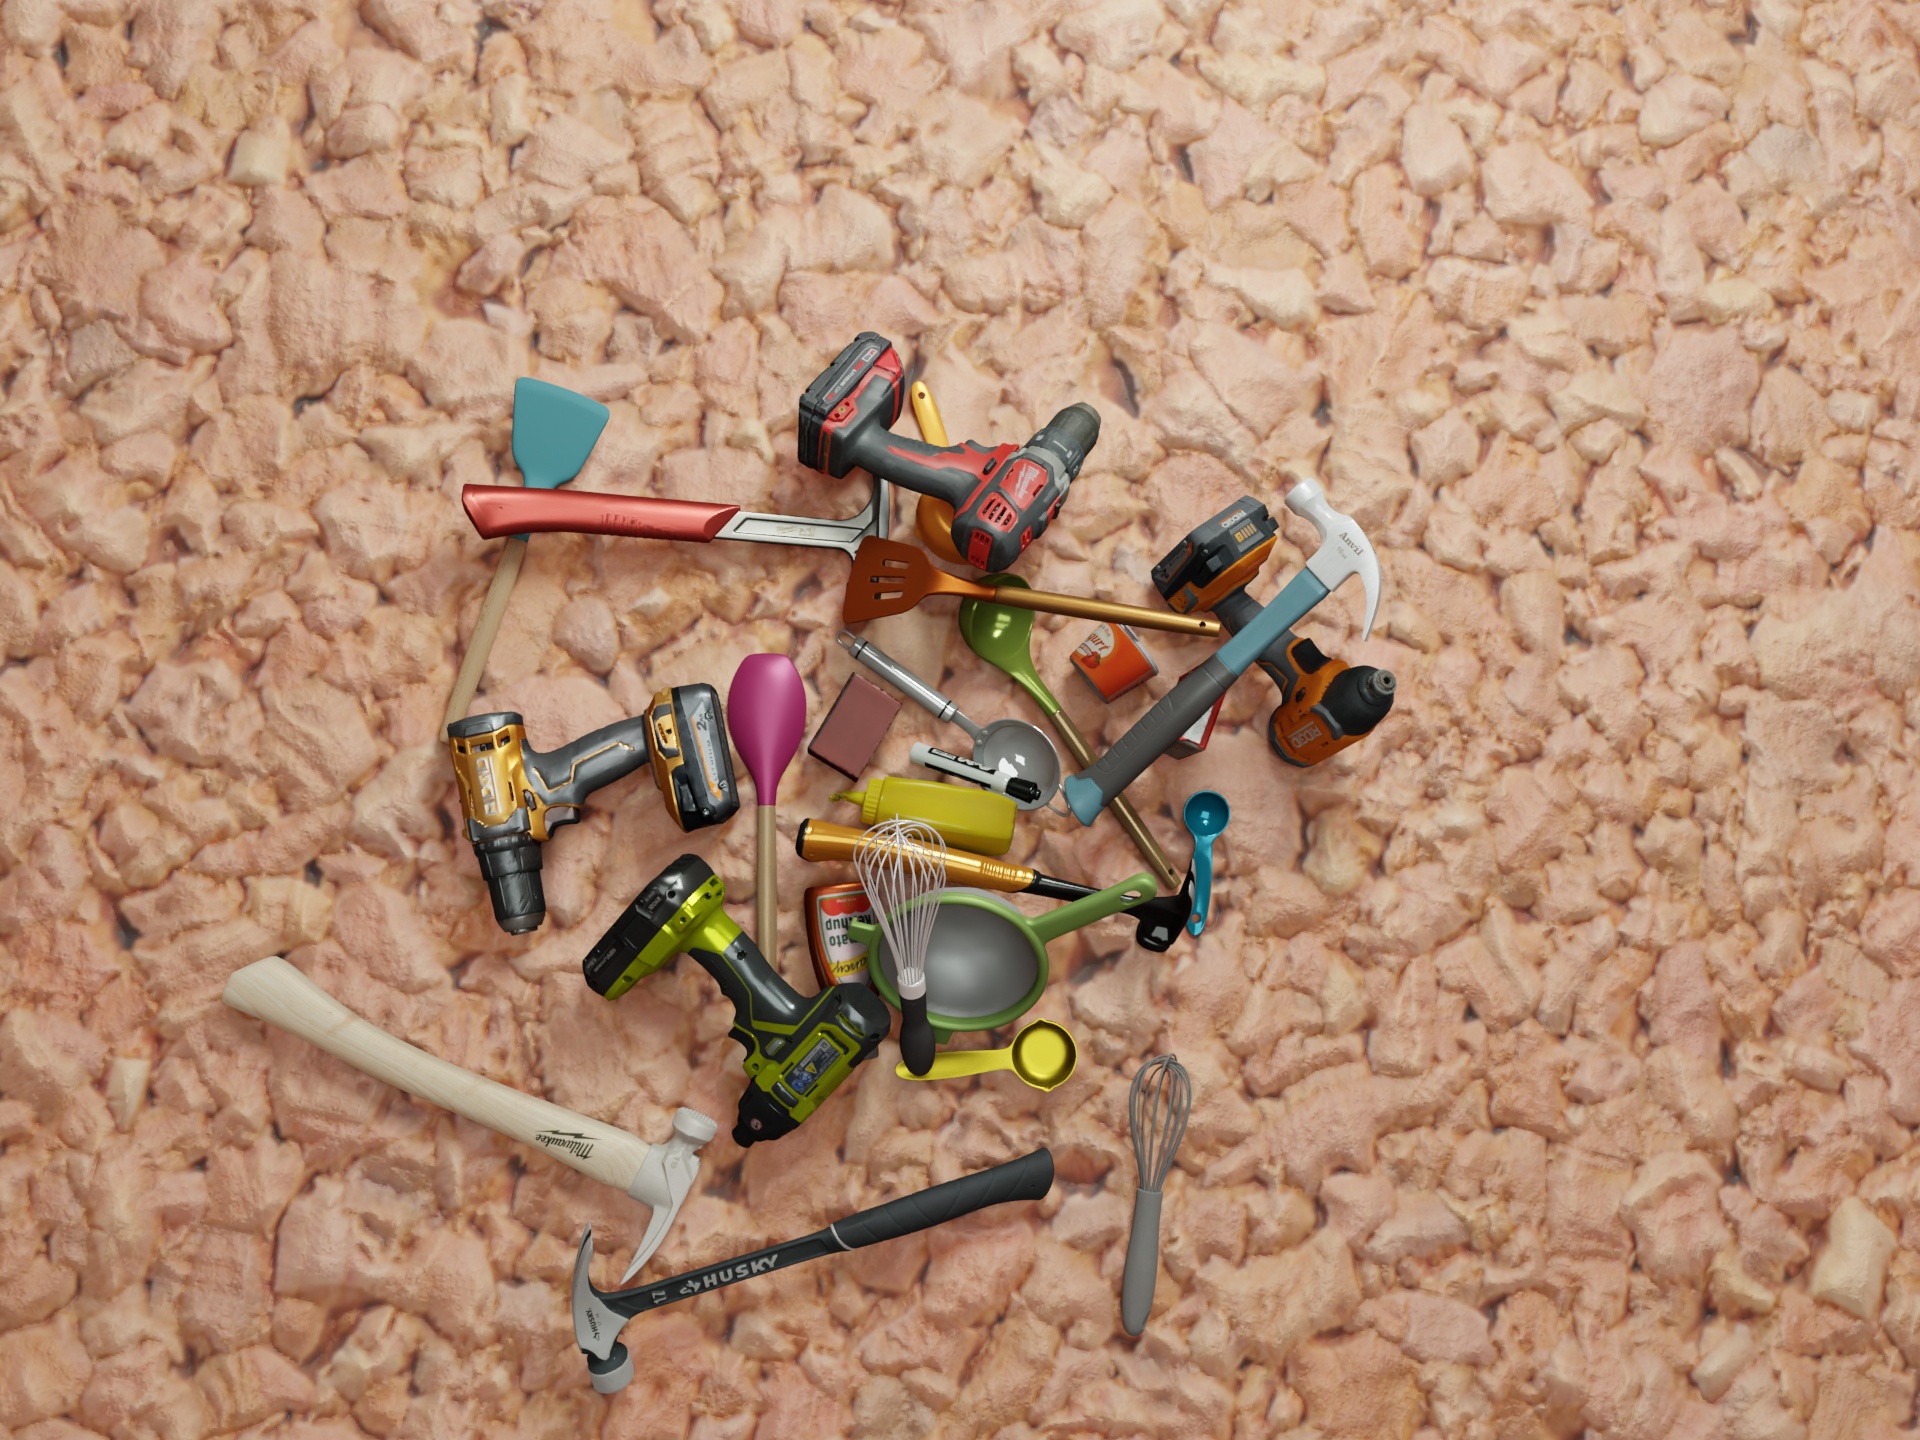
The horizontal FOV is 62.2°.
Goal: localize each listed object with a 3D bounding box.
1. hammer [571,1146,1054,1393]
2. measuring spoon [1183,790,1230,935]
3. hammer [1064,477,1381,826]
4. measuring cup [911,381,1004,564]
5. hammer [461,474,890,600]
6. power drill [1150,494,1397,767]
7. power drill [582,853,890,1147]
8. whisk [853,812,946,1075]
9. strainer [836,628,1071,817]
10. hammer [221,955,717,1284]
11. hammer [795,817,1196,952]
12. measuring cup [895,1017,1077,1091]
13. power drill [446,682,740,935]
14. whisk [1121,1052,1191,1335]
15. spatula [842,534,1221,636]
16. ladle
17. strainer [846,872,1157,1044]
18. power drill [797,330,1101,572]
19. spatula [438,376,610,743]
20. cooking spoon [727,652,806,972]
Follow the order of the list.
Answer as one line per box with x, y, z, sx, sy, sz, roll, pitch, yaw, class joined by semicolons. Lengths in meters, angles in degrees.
-0.117;0.425;1.305;0.409;0.036;0.149;-15;114;-12;hammer
0.211;0.125;1.406;0.042;0.021;0.128;6;92;-5;measuring spoon
0.207;-0.037;1.302;0.331;0.033;0.128;-45;78;16;hammer
-0.008;-0.225;1.403;0.095;0.052;0.173;-19;87;-8;measuring cup
-0.239;-0.181;1.363;0.359;0.037;0.149;4;83;-13;hammer
0.275;-0.075;1.359;0.084;0.164;0.226;-34;85;-22;power drill
-0.191;0.233;1.302;0.223;0.080;0.171;42;106;1;power drill
-0.042;0.186;1.265;0.070;0.070;0.284;-8;128;-7;whisk
-0.002;-0.004;1.385;0.258;0.050;0.086;35;125;4;strainer
-0.415;0.313;1.307;0.410;0.038;0.146;26;83;-2;hammer
0.028;0.127;1.337;0.337;0.127;0.034;12;58;-1;hammer
0.023;0.290;1.364;0.156;0.029;0.062;-7;85;5;measuring cup
-0.302;0.070;1.327;0.226;0.084;0.185;-11;85;-3;power drill
0.161;0.401;1.350;0.055;0.055;0.239;8;86;-5;whisk
0.055;-0.099;1.318;0.322;0.041;0.081;10;79;13;spatula
0.103;0.012;1.387;0.078;0.062;0.320;-35;91;-28;ladle
0.045;0.164;1.312;0.256;0.069;0.151;-25;118;20;strainer
-0.006;-0.240;1.349;0.227;0.080;0.188;30;59;12;power drill
-0.388;-0.132;1.359;0.082;0.044;0.317;19;83;-13;spatula
-0.166;0.099;1.366;0.068;0.017;0.319;0;83;-5;cooking spoon
